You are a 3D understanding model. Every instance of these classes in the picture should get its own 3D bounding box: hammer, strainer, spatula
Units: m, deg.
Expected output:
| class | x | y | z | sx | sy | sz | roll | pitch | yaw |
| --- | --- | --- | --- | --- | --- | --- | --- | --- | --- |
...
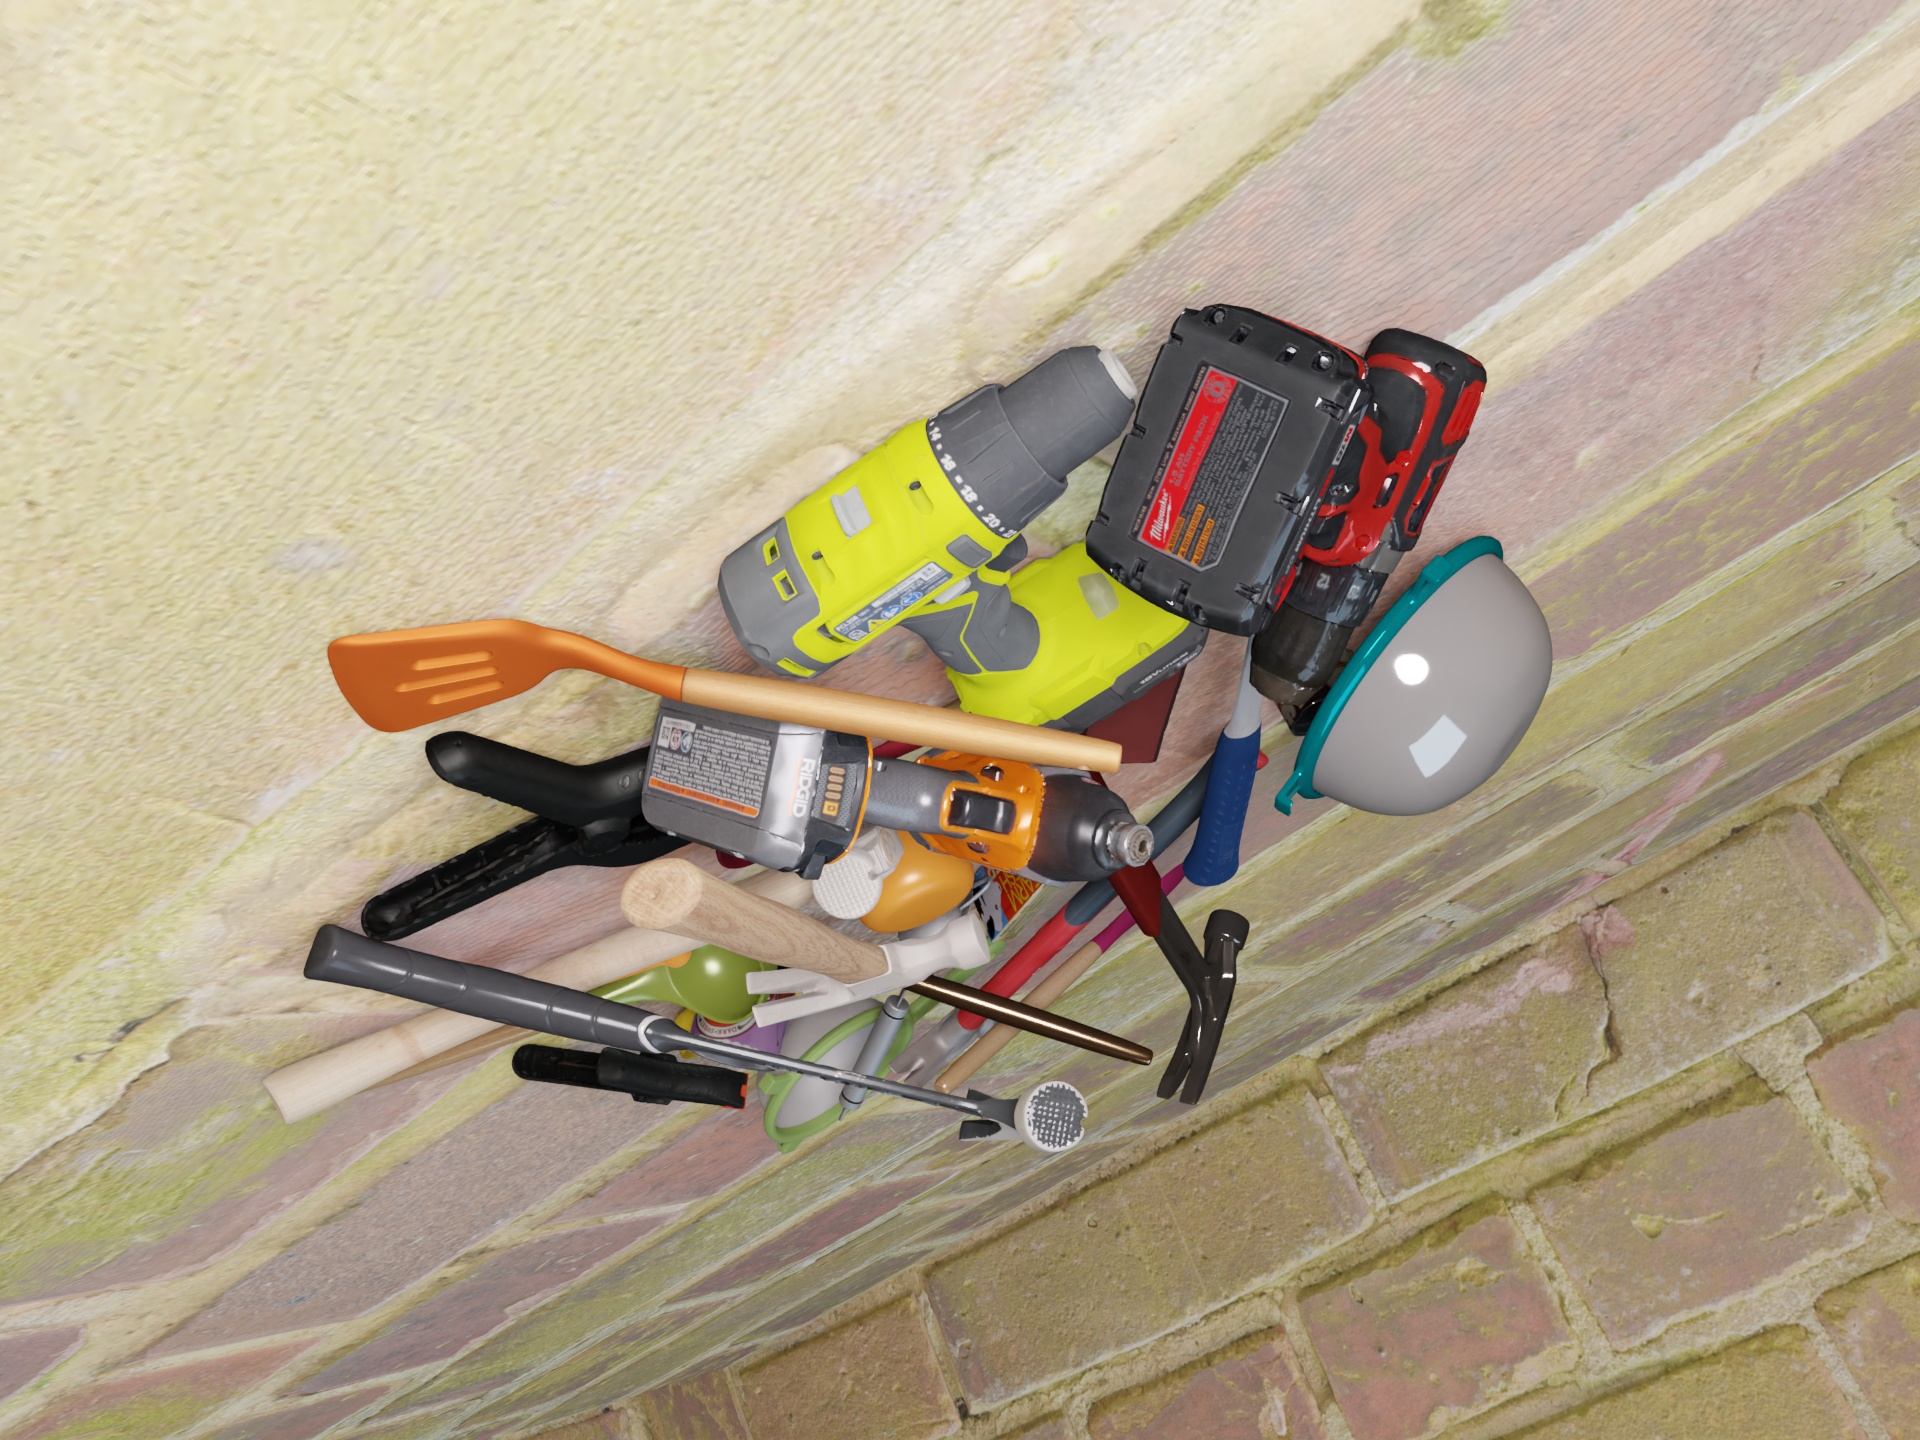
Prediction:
| class | x | y | z | sx | sy | sz | roll | pitch | yaw |
| --- | --- | --- | --- | --- | --- | --- | --- | --- | --- |
| hammer | 0.186 | -0.004 | 1.009 | 0.144 | 0.035 | 0.405 | -25 | 150 | -13 |
| strainer | -0.048 | 0.214 | 1.221 | 0.050 | 0.087 | 0.258 | 22 | 115 | -6 |
| hammer | -0.084 | 0.110 | 0.789 | 0.130 | 0.031 | 0.331 | -20 | 162 | 9 |
| strainer | 0.358 | -0.017 | 1.095 | 0.340 | 0.095 | 0.211 | -11 | 135 | -53 |
| spatula | -0.093 | -0.003 | 0.665 | 0.322 | 0.041 | 0.081 | 10 | 153 | 0 |
| hammer | 0.089 | 0.148 | 1.221 | 0.386 | 0.038 | 0.143 | -48 | 169 | 27 |
| hammer | -0.226 | 0.148 | 0.950 | 0.410 | 0.038 | 0.146 | -23 | -172 | 8 |
| spatula | -0.017 | 0.204 | 1.141 | 0.317 | 0.044 | 0.082 | 17 | 154 | 3 |
| strainer | -0.076 | 0.242 | 1.327 | 0.256 | 0.069 | 0.151 | -36 | 152 | -21 |
| hammer | -0.144 | 0.172 | 0.855 | 0.409 | 0.036 | 0.149 | 15 | 163 | -8 |
| hammer | 0.111 | 0.111 | 1.048 | 0.037 | 0.149 | 0.358 | 4 | 145 | 33 |

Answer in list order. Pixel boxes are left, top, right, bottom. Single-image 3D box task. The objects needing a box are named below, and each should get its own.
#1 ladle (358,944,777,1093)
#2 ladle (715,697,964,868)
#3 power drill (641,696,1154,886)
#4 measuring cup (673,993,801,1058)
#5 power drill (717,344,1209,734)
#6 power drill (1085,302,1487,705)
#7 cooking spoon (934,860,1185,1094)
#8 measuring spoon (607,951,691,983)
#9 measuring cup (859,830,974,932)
| class | x | y | z | sx | sy | sz | roll | pitch | yaw |
| --- | --- | --- | --- | --- | --- | --- | --- | --- | --- |
| ladle | -0.272 | 0.194 | 1.014 | 0.320 | 0.078 | 0.062 | -18 | -177 | -6 |
| ladle | -0.001 | -0.003 | 0.905 | 0.315 | 0.031 | 0.069 | -27 | 154 | 0 |
| power drill | -0.022 | 0.039 | 0.787 | 0.226 | 0.084 | 0.164 | 12 | 179 | -41 |
| measuring cup | -0.151 | 0.208 | 1.217 | 0.156 | 0.029 | 0.062 | -26 | 160 | -31 |
| power drill | 0.026 | -0.071 | 0.725 | 0.190 | 0.080 | 0.228 | -33 | 153 | 18 |
| power drill | 0.147 | -0.086 | 0.704 | 0.226 | 0.080 | 0.188 | -10 | 127 | -57 |
| cooking spoon | 0.090 | 0.194 | 1.249 | 0.319 | 0.017 | 0.068 | -35 | 166 | -36 |
| measuring spoon | -0.226 | 0.155 | 0.996 | 0.117 | 0.021 | 0.011 | -13 | 157 | 2 |
| measuring cup | -0.072 | 0.122 | 1.063 | 0.173 | 0.052 | 0.095 | -24 | 157 | -9 |
